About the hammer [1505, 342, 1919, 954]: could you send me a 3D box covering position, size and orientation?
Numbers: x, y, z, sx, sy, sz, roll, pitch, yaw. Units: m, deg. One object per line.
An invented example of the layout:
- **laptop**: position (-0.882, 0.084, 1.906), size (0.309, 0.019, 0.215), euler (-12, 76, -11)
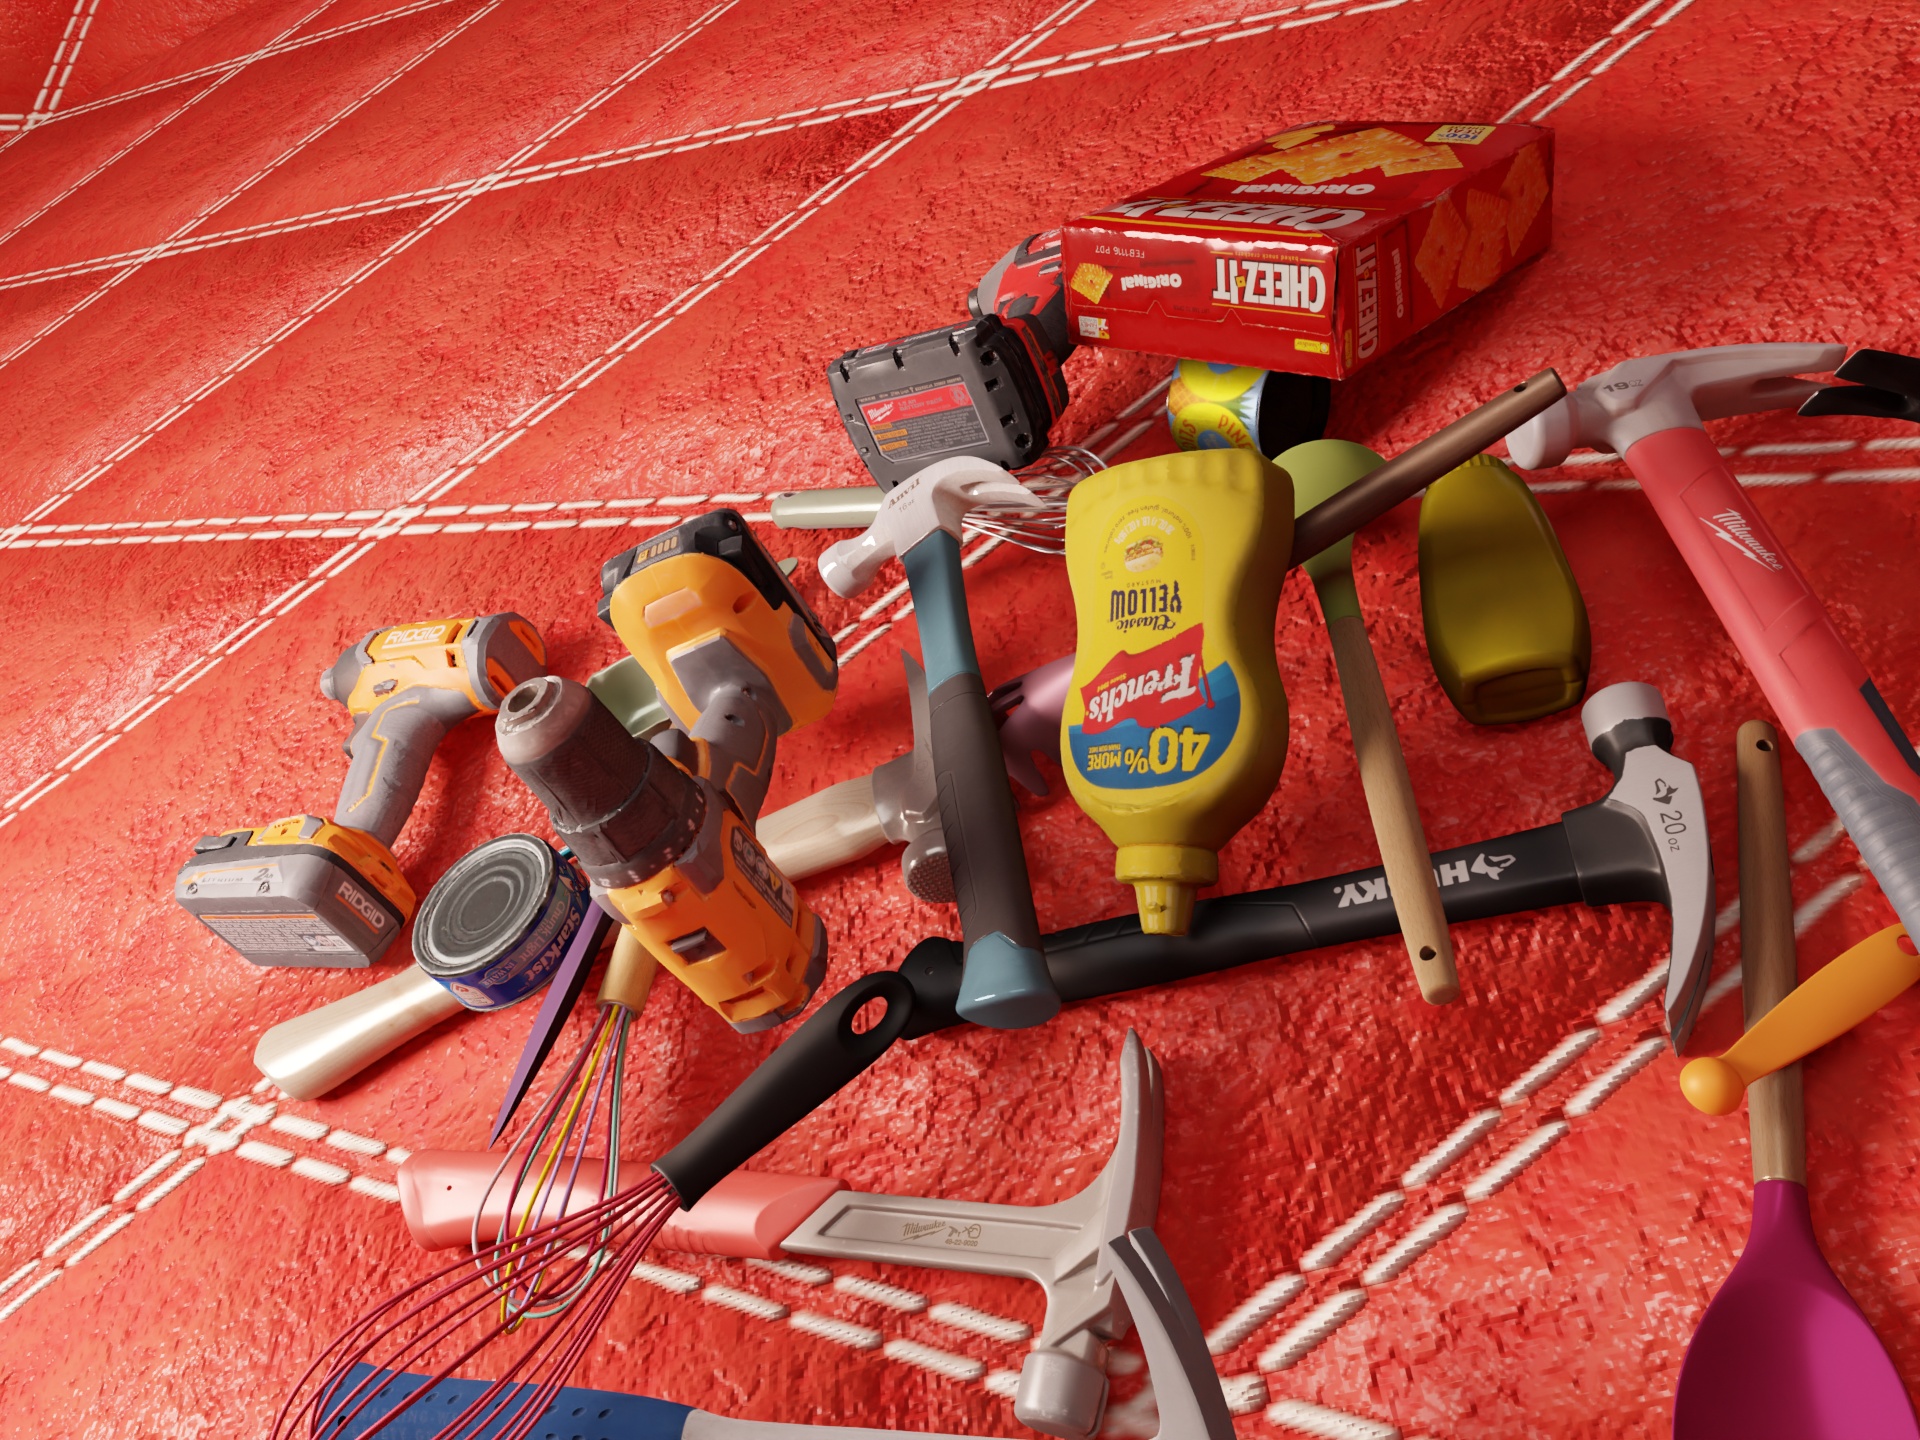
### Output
- **hammer**: position (0.332, -0.005, 0.578), size (0.143, 0.038, 0.387), euler (-9, 50, 0)

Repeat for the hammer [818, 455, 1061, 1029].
- **hammer**: position (-0.001, -0.002, 0.722), size (0.128, 0.033, 0.331), euler (-36, 41, 25)

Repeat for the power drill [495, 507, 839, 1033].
- **power drill**: position (-0.123, 0.000, 0.701), size (0.084, 0.185, 0.226), euler (-22, 39, 16)

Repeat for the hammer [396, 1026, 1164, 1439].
- **hammer**: position (-0.092, 0.198, 0.669), size (0.359, 0.036, 0.149), euler (-4, 51, 28)

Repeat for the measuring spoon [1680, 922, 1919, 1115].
- **measuring spoon**: position (0.286, 0.095, 0.528), size (0.117, 0.011, 0.021), euler (-28, 57, -16)

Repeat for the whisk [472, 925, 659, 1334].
- **whisk**: position (-0.155, 0.144, 0.695), size (0.051, 0.047, 0.245), euler (-11, 46, 25)

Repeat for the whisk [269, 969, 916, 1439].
- **whisk**: position (-0.126, 0.190, 0.604), size (0.296, 0.073, 0.073), euler (-37, 41, -27)

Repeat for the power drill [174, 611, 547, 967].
- **power drill**: position (-0.358, 0.032, 0.943), size (0.164, 0.084, 0.227), euler (-4, 47, 28)

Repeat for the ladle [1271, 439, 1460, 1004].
- **ladle**: position (0.169, -0.012, 0.661), size (0.078, 0.062, 0.320), euler (-22, 41, 20)

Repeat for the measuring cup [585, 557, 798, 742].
- **measuring cup**: position (-0.146, -0.030, 0.904), size (0.083, 0.038, 0.167), euler (21, 56, 43)

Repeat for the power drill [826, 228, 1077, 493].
- **power drill**: position (0.027, -0.218, 0.898), size (0.143, 0.078, 0.220), euler (-4, 33, 38)

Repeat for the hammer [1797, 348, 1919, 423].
- **hammer**: position (0.376, 0.012, 0.518), size (0.127, 0.034, 0.337), euler (11, 54, -11)

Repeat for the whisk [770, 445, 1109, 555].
- **whisk**: position (-0.015, -0.120, 0.896), size (0.246, 0.059, 0.058), euler (4, 19, 38)

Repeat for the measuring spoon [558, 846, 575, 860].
- **measuring spoon**: position (-0.207, 0.058, 0.857), size (0.128, 0.042, 0.021), euler (-32, 82, 11)

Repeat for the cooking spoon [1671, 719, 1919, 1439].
- **cooking spoon**: position (0.269, 0.130, 0.524), size (0.069, 0.017, 0.319), euler (6, 55, 15)

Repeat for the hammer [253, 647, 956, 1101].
- **hammer**: position (-0.183, 0.094, 0.814), size (0.410, 0.038, 0.146), euler (-23, 43, 12)

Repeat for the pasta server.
- **pasta server**: position (0.119, -0.054, 0.693), size (0.316, 0.040, 0.060), euler (-32, 40, 27)

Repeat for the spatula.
- **spatula**: position (-0.161, 0.062, 0.780), size (0.059, 0.018, 0.316), euler (-53, 15, 50)

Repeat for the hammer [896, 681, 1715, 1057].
- **hammer**: position (0.125, 0.086, 0.637), size (0.335, 0.035, 0.146), euler (-15, 46, 20)

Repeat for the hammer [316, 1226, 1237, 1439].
- **hammer**: position (-0.089, 0.262, 0.586), size (0.405, 0.035, 0.144), euler (-10, 77, 29)
